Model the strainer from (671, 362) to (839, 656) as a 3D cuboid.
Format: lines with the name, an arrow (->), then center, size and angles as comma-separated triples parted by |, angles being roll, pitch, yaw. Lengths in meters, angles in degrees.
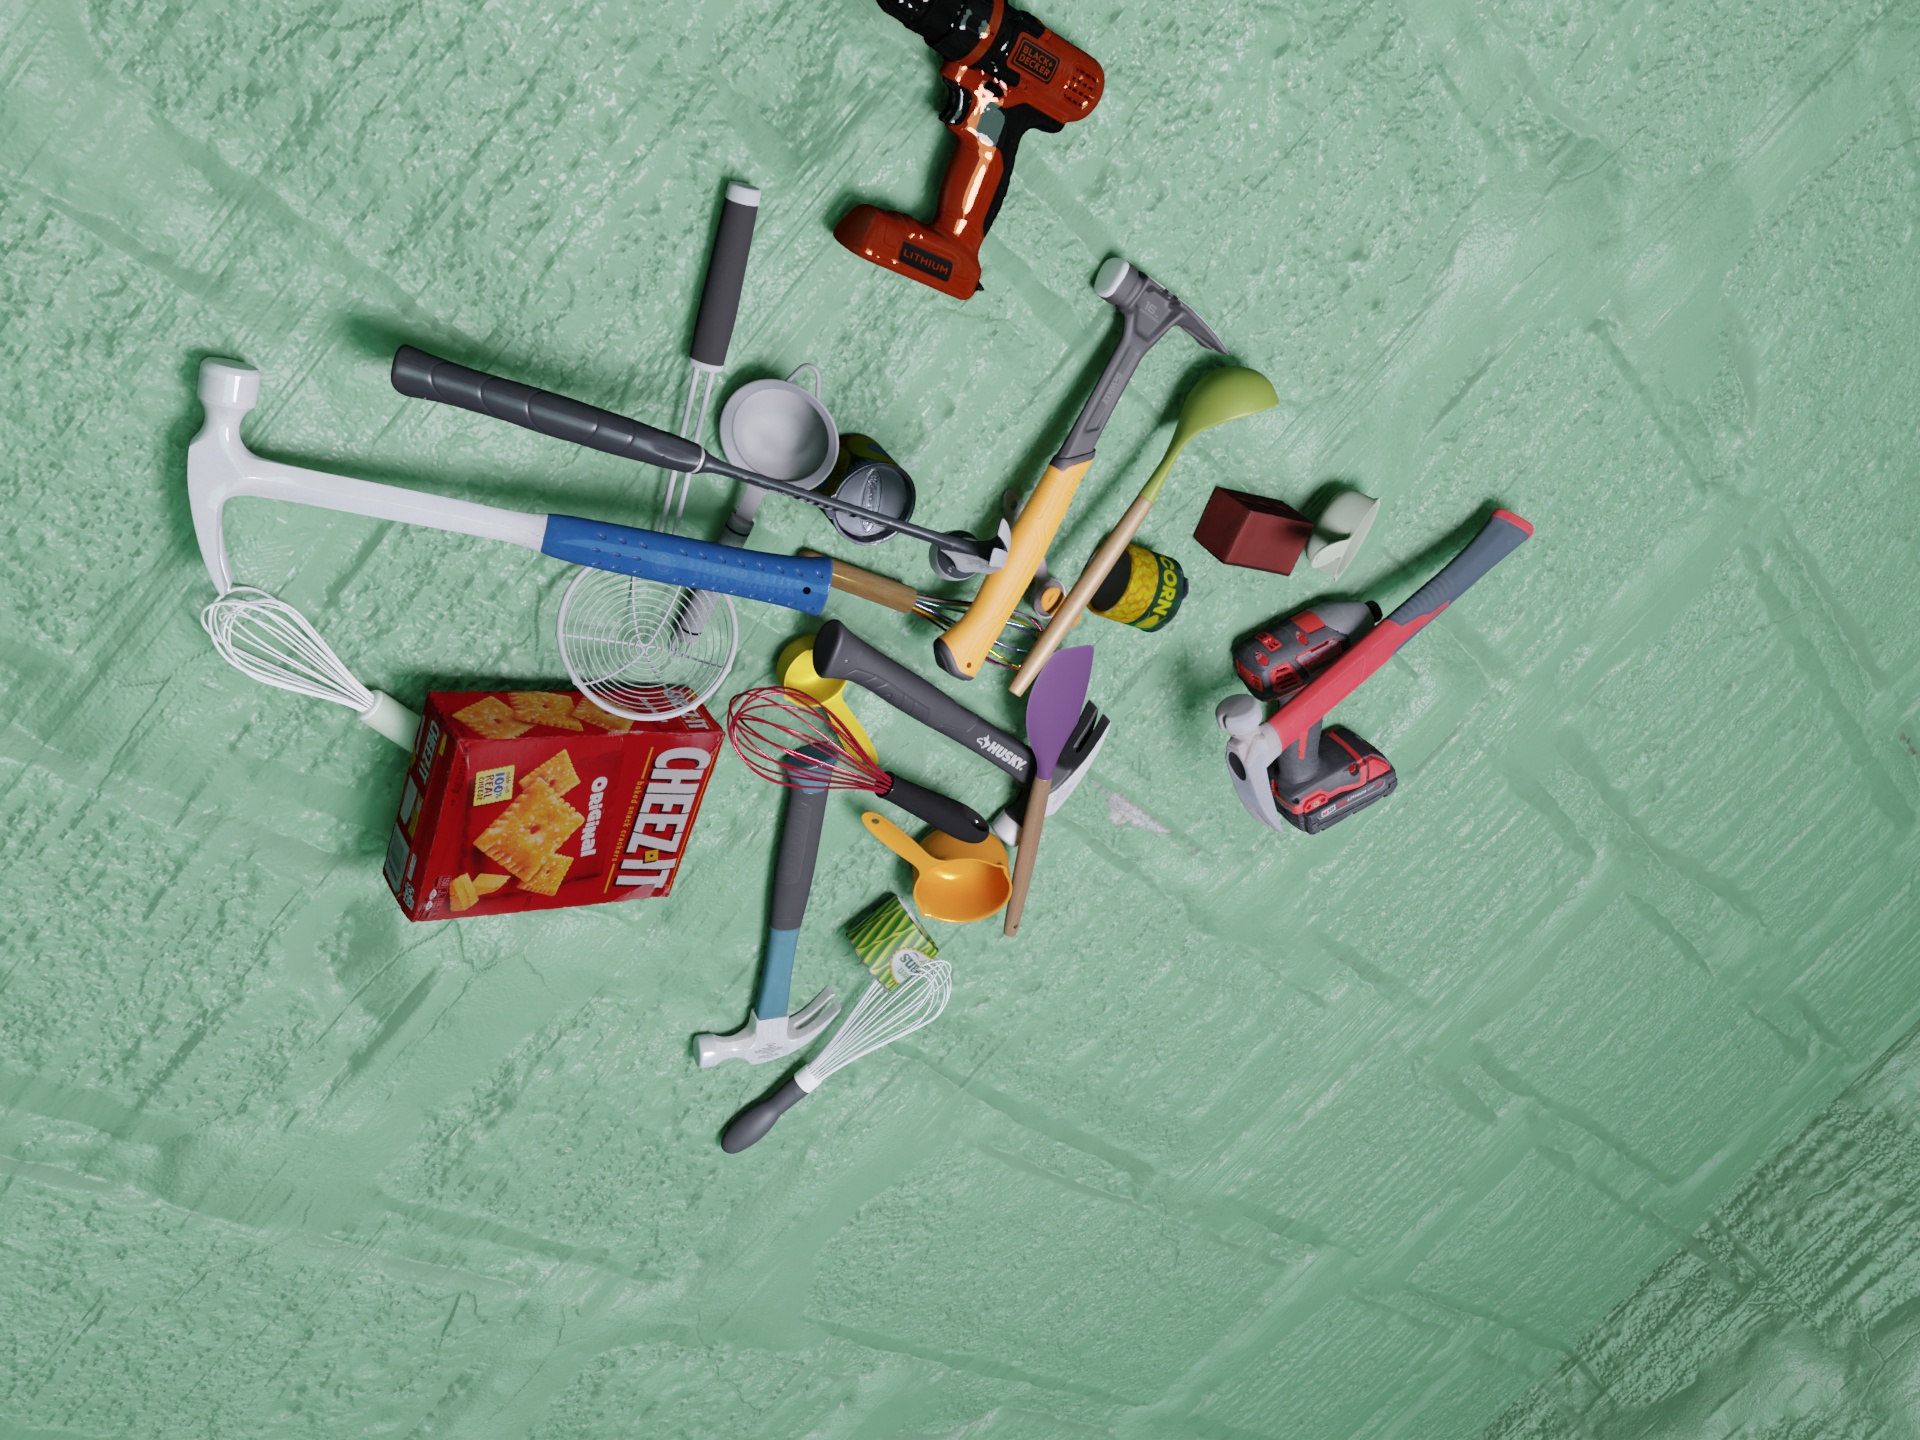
strainer -> -0.157, -0.151, 1.152 | 0.087, 0.050, 0.258 | 28, 115, -6

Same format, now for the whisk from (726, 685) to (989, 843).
whisk -> -0.074, 0.044, 1.281 | 0.295, 0.073, 0.073 | 29, 105, -42

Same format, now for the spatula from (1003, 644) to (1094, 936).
spatula -> 0.066, 0.069, 1.390 | 0.059, 0.018, 0.315 | -12, 130, -28

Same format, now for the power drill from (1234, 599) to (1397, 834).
power drill -> 0.342, -0.011, 1.501 | 0.143, 0.079, 0.219 | -27, 128, -10

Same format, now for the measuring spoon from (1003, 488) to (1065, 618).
measuring spoon -> 0.055, -0.137, 1.297 | 0.034, 0.018, 0.124 | -39, 127, -21

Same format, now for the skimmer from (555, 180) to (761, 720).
skimmer -> -0.187, -0.177, 1.082 | 0.127, 0.090, 0.363 | 12, 115, -12

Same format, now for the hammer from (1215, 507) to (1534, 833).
hammer -> 0.385, -0.060, 1.434 | 0.386, 0.038, 0.143 | -38, 127, -19

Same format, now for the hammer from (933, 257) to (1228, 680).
hammer -> 0.080, -0.179, 1.233 | 0.127, 0.034, 0.337 | 24, 99, -38

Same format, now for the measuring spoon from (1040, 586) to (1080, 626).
measuring spoon -> 0.083, -0.092, 1.301 | 0.021, 0.011, 0.117 | -55, 165, 3

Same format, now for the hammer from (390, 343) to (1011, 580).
hammer -> -0.155, -0.162, 1.023 | 0.408, 0.149, 0.036 | 16, 89, -18

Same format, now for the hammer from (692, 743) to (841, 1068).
hammer -> -0.151, 0.166, 1.379 | 0.128, 0.033, 0.330 | -3, 123, -26

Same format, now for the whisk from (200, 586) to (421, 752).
whisk -> -0.418, -0.014, 1.105 | 0.059, 0.058, 0.246 | -16, 142, 27

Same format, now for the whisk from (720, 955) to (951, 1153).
whisk -> -0.119, 0.315, 1.489 | 0.284, 0.070, 0.070 | -41, 132, 8

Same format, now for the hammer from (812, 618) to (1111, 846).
hammer -> -0.002, -0.004, 1.321 | 0.146, 0.035, 0.334 | -49, 137, 9

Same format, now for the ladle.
ladle -> 0.142, -0.147, 1.269 | 0.062, 0.078, 0.320 | 34, 93, -15

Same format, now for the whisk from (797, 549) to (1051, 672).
whisk -> -0.021, -0.086, 1.263 | 0.244, 0.051, 0.047 | 18, 78, -31

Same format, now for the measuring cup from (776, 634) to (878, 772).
measuring cup -> -0.103, -0.011, 1.290 | 0.062, 0.029, 0.156 | -34, 137, -7

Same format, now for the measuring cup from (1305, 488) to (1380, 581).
measuring cup -> 0.311, -0.156, 1.354 | 0.167, 0.038, 0.083 | -26, 143, -58

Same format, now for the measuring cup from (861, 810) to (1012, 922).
measuring cup -> -0.026, 0.110, 1.391 | 0.095, 0.052, 0.173 | -33, 126, 24

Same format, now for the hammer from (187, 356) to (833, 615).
hammer -> -0.284, -0.119, 1.038 | 0.405, 0.035, 0.144 | 10, 108, -19
